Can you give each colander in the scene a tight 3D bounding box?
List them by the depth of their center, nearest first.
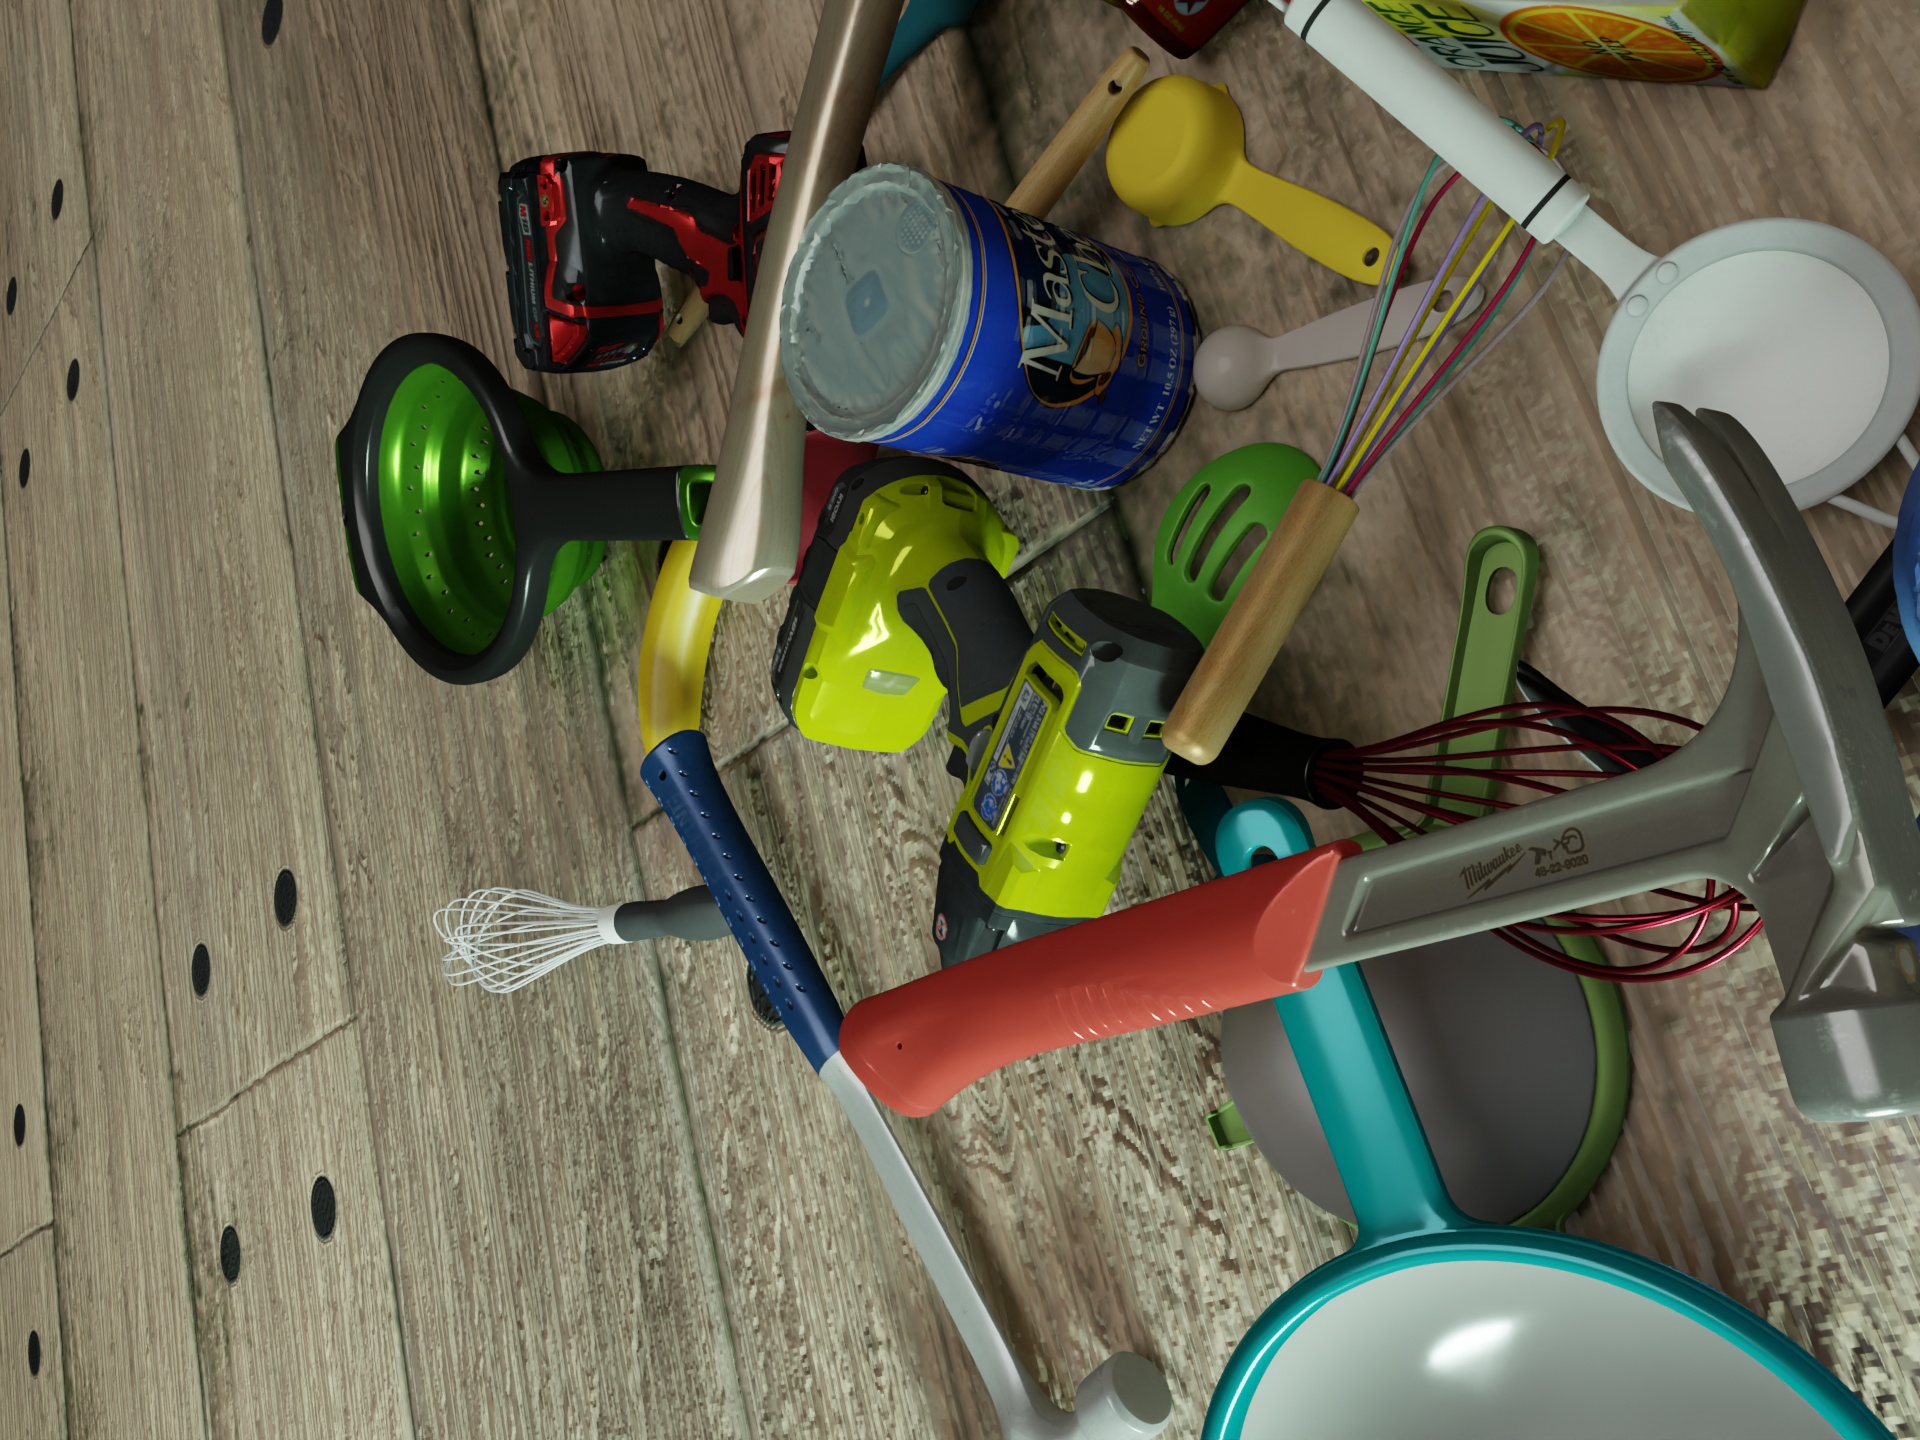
[{"bbox_3d":[-0.219,-0.123,0.900,0.397,0.094,0.204,6,104,44],"label":"colander"}]

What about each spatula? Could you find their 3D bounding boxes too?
[{"bbox_3d":[-0.076,-0.303,0.809,0.317,0.044,0.082,-41,71,37],"label":"spatula"}]

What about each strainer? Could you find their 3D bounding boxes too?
[{"bbox_3d":[0.162,0.180,0.477,0.211,0.095,0.340,-26,79,32],"label":"strainer"},{"bbox_3d":[0.187,-0.150,0.480,0.258,0.050,0.087,43,115,6],"label":"strainer"},{"bbox_3d":[0.149,0.060,0.537,0.152,0.069,0.256,16,100,45],"label":"strainer"}]

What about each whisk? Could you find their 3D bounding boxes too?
[{"bbox_3d":[0.130,0.019,0.497,0.296,0.073,0.073,-163,80,-65],"label":"whisk"},{"bbox_3d":[0.134,-0.095,0.527,0.245,0.051,0.047,-60,32,0],"label":"whisk"},{"bbox_3d":[-0.218,0.120,0.922,0.284,0.070,0.070,-13,79,40],"label":"whisk"}]

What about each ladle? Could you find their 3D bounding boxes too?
[{"bbox_3d":[-0.015,-0.175,0.727,0.315,0.069,0.031,-46,12,37],"label":"ladle"}]

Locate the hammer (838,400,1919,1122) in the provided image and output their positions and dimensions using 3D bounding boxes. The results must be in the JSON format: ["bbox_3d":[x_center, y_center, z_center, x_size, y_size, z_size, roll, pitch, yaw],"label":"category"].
[{"bbox_3d":[0.072,0.053,0.448,0.359,0.036,0.149,-27,70,49],"label":"hammer"}]

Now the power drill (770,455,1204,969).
[{"bbox_3d":[-0.001,-0.002,0.649,0.223,0.080,0.171,52,125,52],"label":"power drill"}]

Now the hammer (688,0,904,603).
[{"bbox_3d":[-0.067,-0.257,0.706,0.146,0.038,0.410,17,96,29],"label":"hammer"}]

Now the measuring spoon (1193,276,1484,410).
[{"bbox_3d":[0.137,-0.146,0.600,0.124,0.018,0.034,-8,81,44],"label":"measuring spoon"}]

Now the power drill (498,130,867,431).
[{"bbox_3d":[-0.137,-0.228,0.827,0.220,0.078,0.143,13,114,35],"label":"power drill"}]

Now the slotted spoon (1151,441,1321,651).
[{"bbox_3d":[0.058,0.025,0.665,0.070,0.031,0.313,44,119,35],"label":"slotted spoon"}]

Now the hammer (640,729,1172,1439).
[{"bbox_3d":[-0.057,0.173,0.750,0.144,0.035,0.406,-51,58,31],"label":"hammer"}]

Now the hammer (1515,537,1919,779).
[{"bbox_3d":[0.289,-0.105,0.408,0.127,0.034,0.336,34,111,12],"label":"hammer"}]

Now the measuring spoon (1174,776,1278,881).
[{"bbox_3d":[0.091,0.044,0.589,0.042,0.021,0.129,-58,20,20],"label":"measuring spoon"}]

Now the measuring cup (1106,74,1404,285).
[{"bbox_3d":[0.111,-0.207,0.620,0.157,0.029,0.062,47,119,40],"label":"measuring cup"}]
